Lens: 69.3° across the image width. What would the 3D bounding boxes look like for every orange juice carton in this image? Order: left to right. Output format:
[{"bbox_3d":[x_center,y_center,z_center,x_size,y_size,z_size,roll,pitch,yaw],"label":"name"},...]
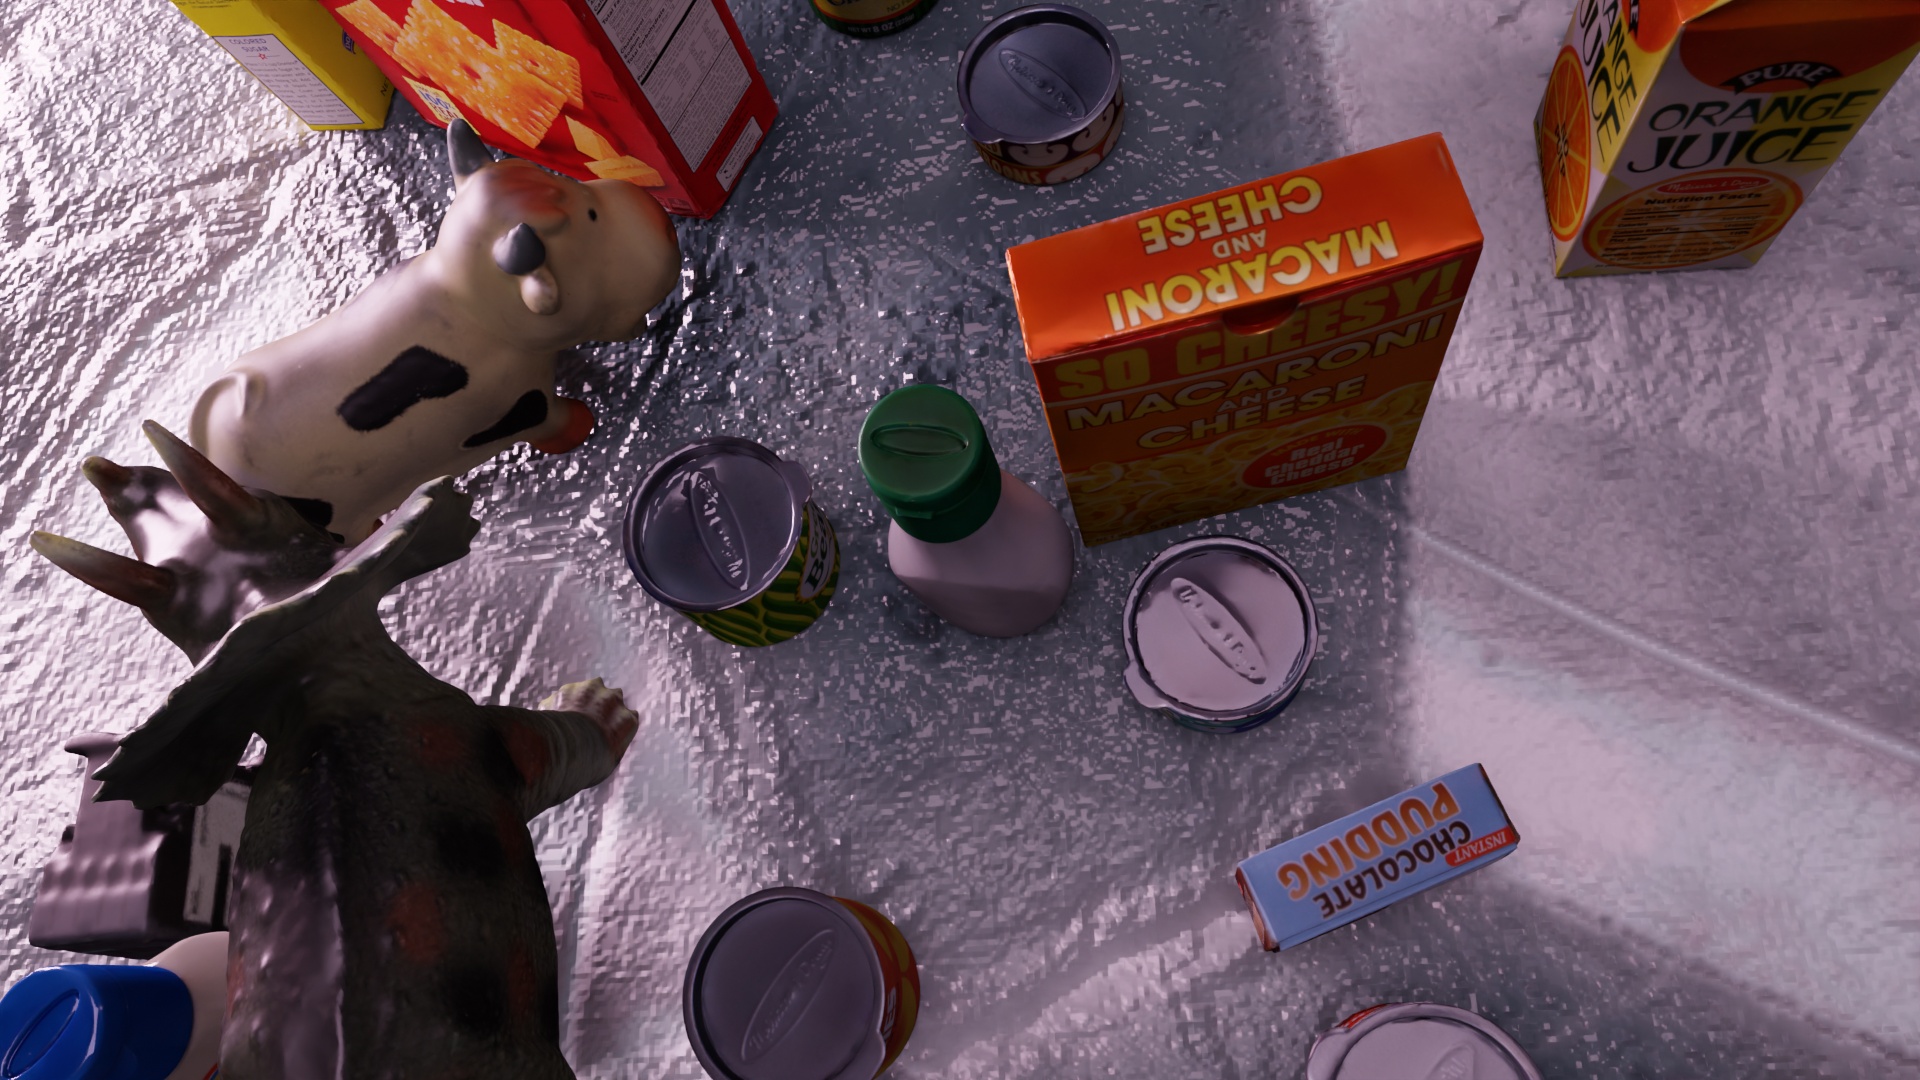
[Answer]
[{"bbox_3d":[0.242,-0.160,0.438,0.073,0.192,0.072,-2,72,10],"label":"orange juice carton"}]

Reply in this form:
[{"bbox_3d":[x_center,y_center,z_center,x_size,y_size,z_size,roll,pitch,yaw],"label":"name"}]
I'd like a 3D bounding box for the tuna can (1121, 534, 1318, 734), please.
[{"bbox_3d":[0.089,0.035,0.487,0.071,0.032,0.071,-3,72,9],"label":"tuna can"}]

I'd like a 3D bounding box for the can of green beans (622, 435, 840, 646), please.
[{"bbox_3d":[-0.083,0.002,0.516,0.071,0.057,0.071,-3,72,9],"label":"can of green beans"}]

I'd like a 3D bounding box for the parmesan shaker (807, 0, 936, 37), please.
[{"bbox_3d":[-0.043,-0.266,0.572,0.071,0.103,0.071,-3,72,9],"label":"parmesan shaker"}]

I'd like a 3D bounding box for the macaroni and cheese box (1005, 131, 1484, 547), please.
[{"bbox_3d":[0.088,-0.053,0.445,0.124,0.166,0.040,-14,71,6],"label":"macaroni and cheese box"}]

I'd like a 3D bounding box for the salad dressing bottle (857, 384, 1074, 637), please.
[{"bbox_3d":[0.002,-0.006,0.455,0.064,0.147,0.044,6,74,12],"label":"salad dressing bottle"}]

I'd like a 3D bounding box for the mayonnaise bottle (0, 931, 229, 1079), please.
[{"bbox_3d":[-0.236,0.156,0.445,0.041,0.147,0.065,35,82,18],"label":"mayonnaise bottle"}]

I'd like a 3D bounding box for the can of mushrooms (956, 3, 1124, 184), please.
[{"bbox_3d":[0.032,-0.180,0.567,0.071,0.033,0.071,-3,72,9],"label":"can of mushrooms"}]

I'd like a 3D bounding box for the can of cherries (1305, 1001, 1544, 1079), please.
[{"bbox_3d":[0.137,0.172,0.420,0.071,0.058,0.071,-3,72,9],"label":"can of cherries"}]

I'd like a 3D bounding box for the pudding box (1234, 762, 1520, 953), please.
[{"bbox_3d":[0.132,0.104,0.448,0.084,0.049,0.030,-24,70,2],"label":"pudding box"}]

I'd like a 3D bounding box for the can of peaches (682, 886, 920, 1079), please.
[{"bbox_3d":[-0.049,0.152,0.461,0.071,0.058,0.071,-3,72,9],"label":"can of peaches"}]
